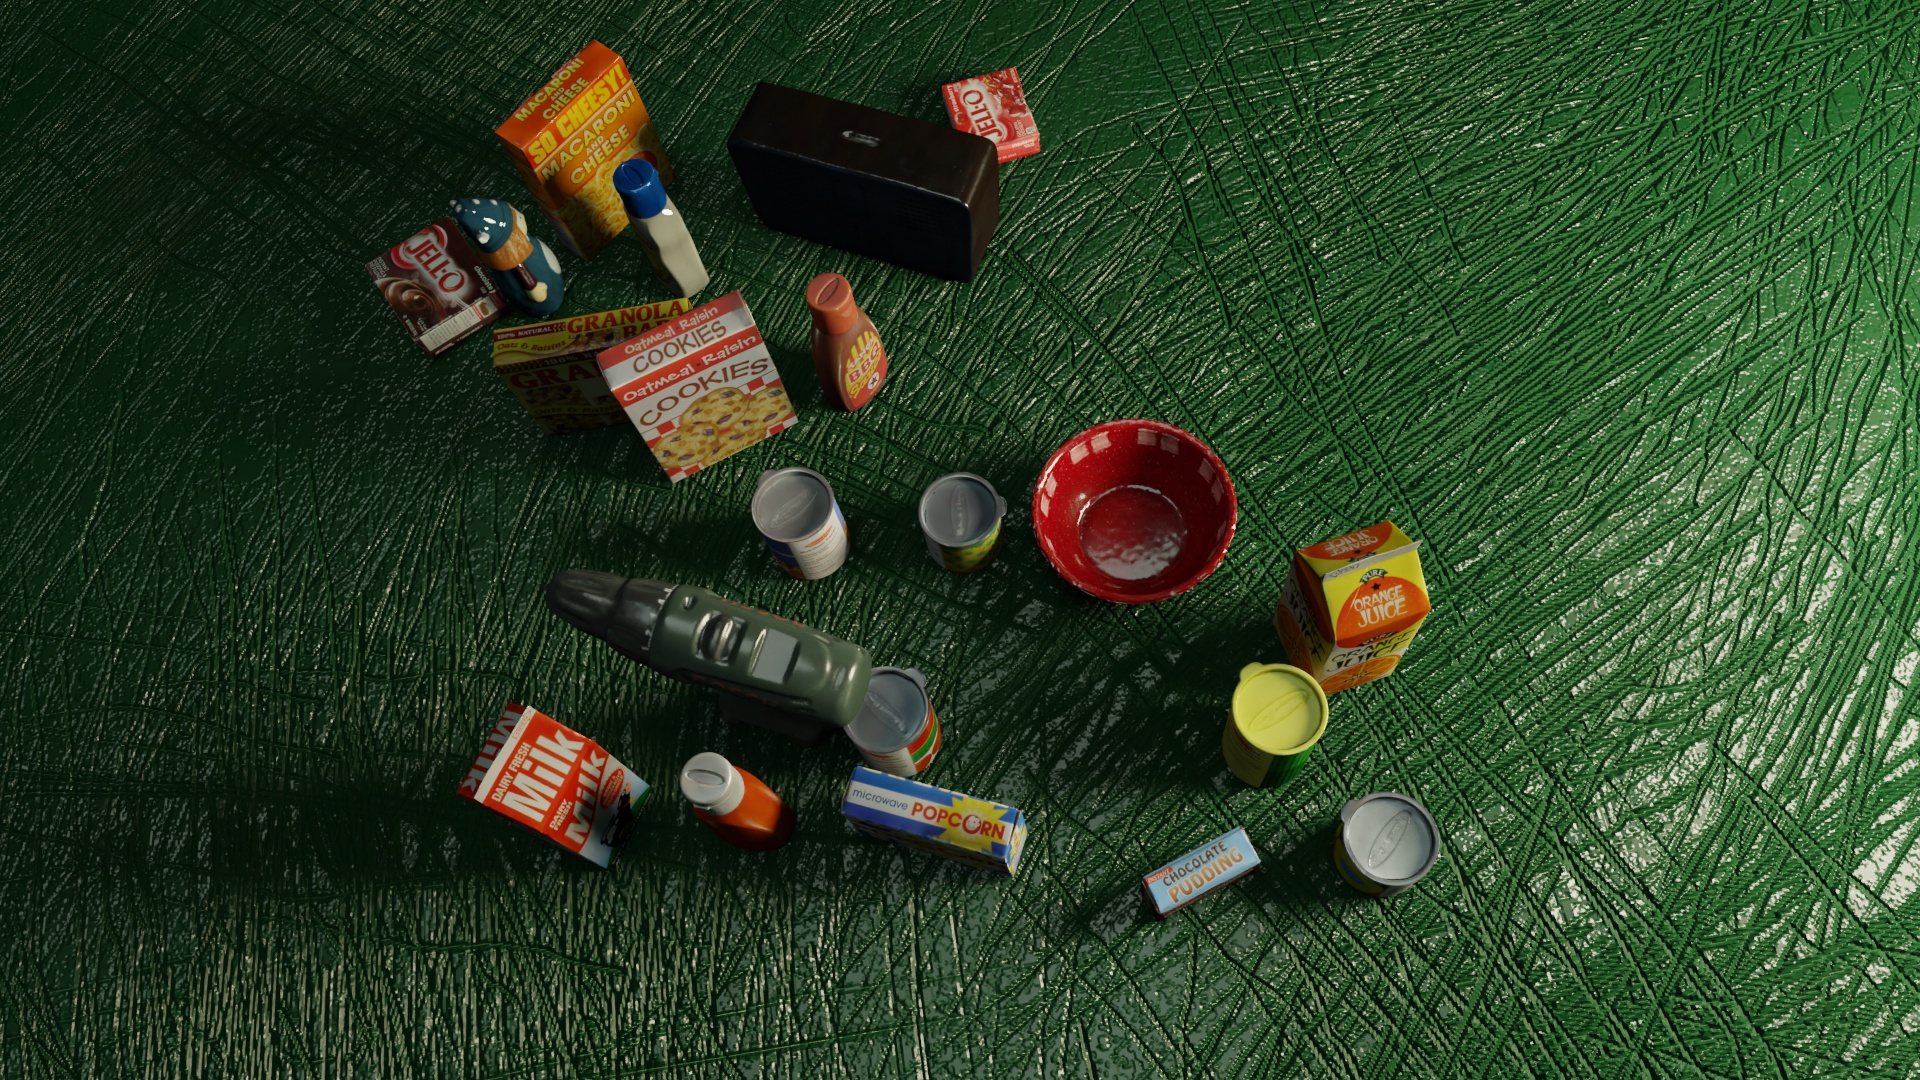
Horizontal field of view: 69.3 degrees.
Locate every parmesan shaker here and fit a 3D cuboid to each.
[{"bbox_3d":[0.227,0.135,1.018,0.071,0.102,0.071,-2,67,5],"label":"parmesan shaker"}]

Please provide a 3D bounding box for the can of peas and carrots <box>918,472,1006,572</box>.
[{"bbox_3d":[0.004,-0.014,1.130,0.071,0.058,0.071,-2,67,5],"label":"can of peas and carrots"}]

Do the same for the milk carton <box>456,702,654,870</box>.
[{"bbox_3d":[-0.295,0.177,1.005,0.073,0.190,0.072,20,71,14],"label":"milk carton"}]

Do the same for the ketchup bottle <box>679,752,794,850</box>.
[{"bbox_3d":[-0.166,0.190,1.009,0.065,0.148,0.044,9,68,10],"label":"ketchup bottle"}]

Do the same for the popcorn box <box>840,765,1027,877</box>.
[{"bbox_3d":[-0.018,0.207,1.021,0.127,0.085,0.038,13,69,11],"label":"popcorn box"}]

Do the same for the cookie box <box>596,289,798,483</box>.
[{"bbox_3d":[-0.212,-0.124,1.140,0.123,0.167,0.040,-27,67,-6],"label":"cookie box"}]

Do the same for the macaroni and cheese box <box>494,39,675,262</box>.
[{"bbox_3d":[-0.334,-0.347,1.250,0.040,0.166,0.124,35,75,18],"label":"macaroni and cheese box"}]

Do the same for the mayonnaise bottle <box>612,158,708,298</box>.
[{"bbox_3d":[-0.266,-0.276,1.222,0.041,0.147,0.065,-40,69,-11],"label":"mayonnaise bottle"}]

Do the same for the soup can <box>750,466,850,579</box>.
[{"bbox_3d":[-0.130,-0.015,1.130,0.071,0.083,0.071,-2,67,5],"label":"soup can"}]

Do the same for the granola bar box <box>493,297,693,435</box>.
[{"bbox_3d":[-0.294,-0.147,1.182,0.166,0.123,0.039,-9,66,2],"label":"granola bar box"}]

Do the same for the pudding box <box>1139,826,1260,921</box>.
[{"bbox_3d":[0.173,0.242,1.006,0.084,0.049,0.030,-26,67,-6],"label":"pudding box"}]

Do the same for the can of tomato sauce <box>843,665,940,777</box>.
[{"bbox_3d":[-0.050,0.138,1.056,0.071,0.082,0.071,-2,67,5],"label":"can of tomato sauce"}]

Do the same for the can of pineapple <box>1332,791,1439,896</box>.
[{"bbox_3d":[0.303,0.217,0.999,0.071,0.057,0.071,-2,67,5],"label":"can of pineapple"}]

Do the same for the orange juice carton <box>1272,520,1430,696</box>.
[{"bbox_3d":[0.281,0.048,1.002,0.072,0.192,0.073,-18,66,-2],"label":"orange juice carton"}]

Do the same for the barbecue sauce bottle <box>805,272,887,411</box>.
[{"bbox_3d":[-0.098,-0.168,1.158,0.044,0.148,0.065,30,73,17],"label":"barbecue sauce bottle"}]
